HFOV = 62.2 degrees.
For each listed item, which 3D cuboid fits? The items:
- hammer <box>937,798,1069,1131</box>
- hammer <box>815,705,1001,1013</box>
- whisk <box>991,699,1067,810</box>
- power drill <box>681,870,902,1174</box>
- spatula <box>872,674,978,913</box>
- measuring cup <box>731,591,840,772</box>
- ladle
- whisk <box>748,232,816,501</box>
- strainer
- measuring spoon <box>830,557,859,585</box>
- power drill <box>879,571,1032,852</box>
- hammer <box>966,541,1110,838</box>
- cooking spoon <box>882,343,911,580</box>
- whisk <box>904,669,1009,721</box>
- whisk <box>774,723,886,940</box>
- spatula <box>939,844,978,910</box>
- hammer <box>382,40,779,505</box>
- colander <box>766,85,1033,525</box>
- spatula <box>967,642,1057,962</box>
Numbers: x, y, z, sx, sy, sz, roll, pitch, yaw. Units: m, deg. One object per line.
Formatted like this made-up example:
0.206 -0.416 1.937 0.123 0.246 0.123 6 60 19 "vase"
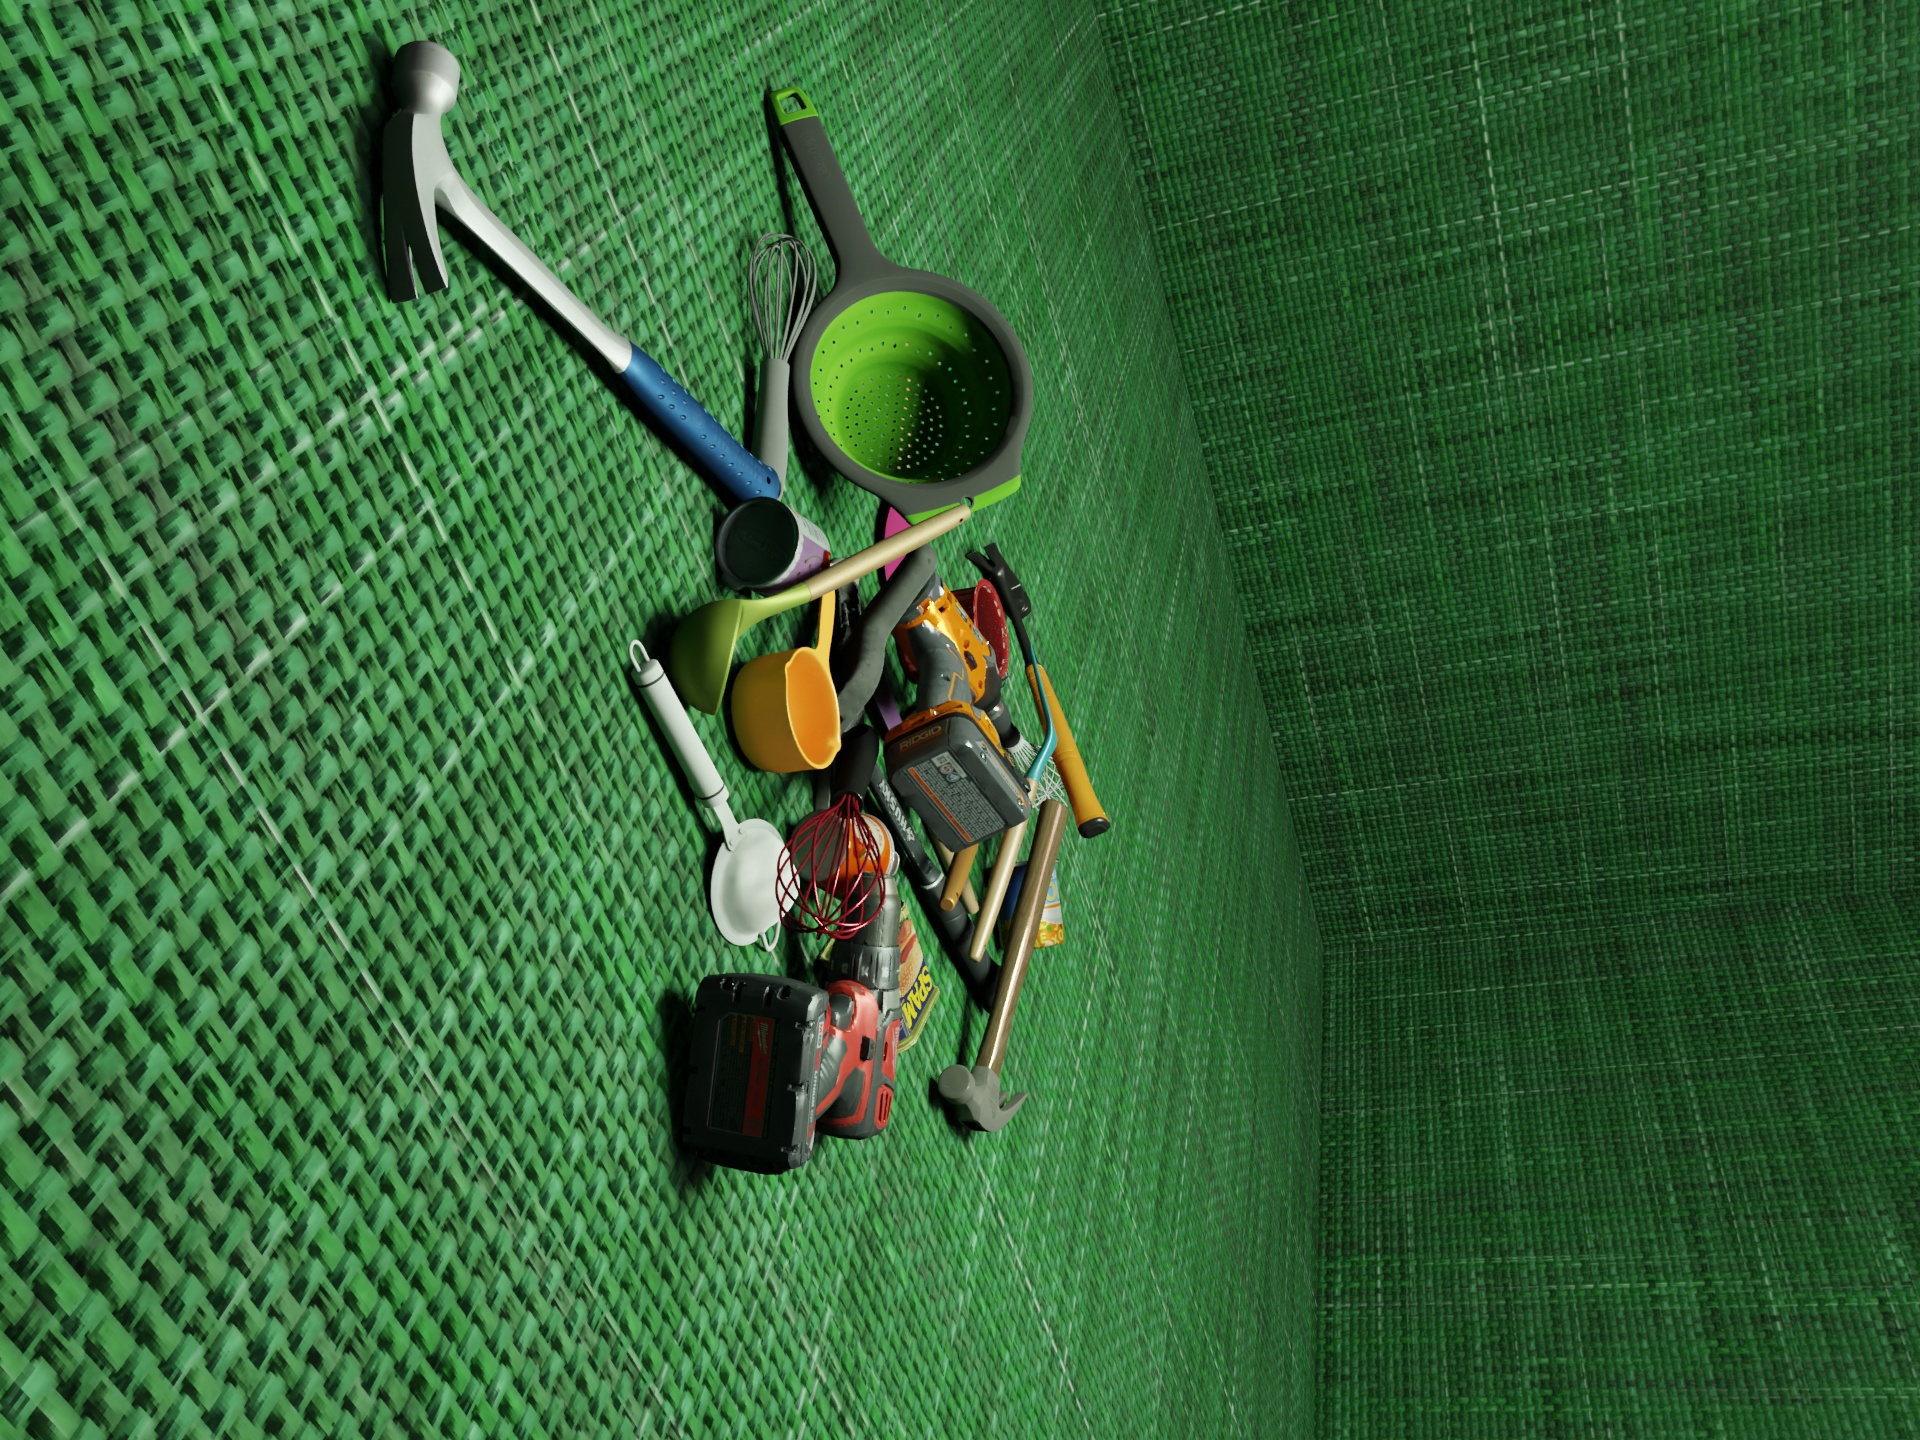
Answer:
0.053 0.222 1.479 0.129 0.031 0.331 60 39 -48 "hammer"
-0.031 0.131 1.381 0.149 0.036 0.408 -79 153 -42 "hammer"
0.058 0.030 1.611 0.284 0.070 0.070 53 33 -63 "whisk"
-0.095 0.197 1.062 0.226 0.080 0.188 12 84 -73 "power drill"
-0.037 0.056 1.422 0.060 0.018 0.315 -93 165 -56 "spatula"
-0.125 -0.039 1.163 0.095 0.052 0.174 60 26 -47 "measuring cup"
-0.084 -0.092 1.124 0.320 0.062 0.078 -33 156 -44 "ladle"
-0.142 -0.271 1.228 0.055 0.055 0.239 37 51 -64 "whisk"
-0.158 0.056 1.045 0.087 0.050 0.258 -55 131 -44 "strainer"
-0.111 -0.129 1.290 0.124 0.018 0.034 28 56 -66 "measuring spoon"
-0.002 -0.004 1.299 0.164 0.084 0.227 52 20 -37 "power drill"
0.084 -0.029 1.636 0.127 0.034 0.337 50 18 -56 "hammer"
-0.056 -0.255 1.503 0.068 0.017 0.319 47 39 -56 "cooking spoon"
-0.003 -0.028 1.526 0.051 0.047 0.245 67 25 -9 "whisk"
-0.081 0.067 1.100 0.296 0.073 0.073 -86 161 -67 "whisk"
0.003 0.097 1.419 0.323 0.041 0.081 -66 142 -70 "spatula"
-0.220 -0.228 0.994 0.405 0.035 0.144 43 42 -61 "hammer"
-0.080 -0.344 1.357 0.397 0.204 0.094 67 -16 5 "colander"
0.048 0.078 1.484 0.082 0.044 0.318 71 33 -56 "spatula"
